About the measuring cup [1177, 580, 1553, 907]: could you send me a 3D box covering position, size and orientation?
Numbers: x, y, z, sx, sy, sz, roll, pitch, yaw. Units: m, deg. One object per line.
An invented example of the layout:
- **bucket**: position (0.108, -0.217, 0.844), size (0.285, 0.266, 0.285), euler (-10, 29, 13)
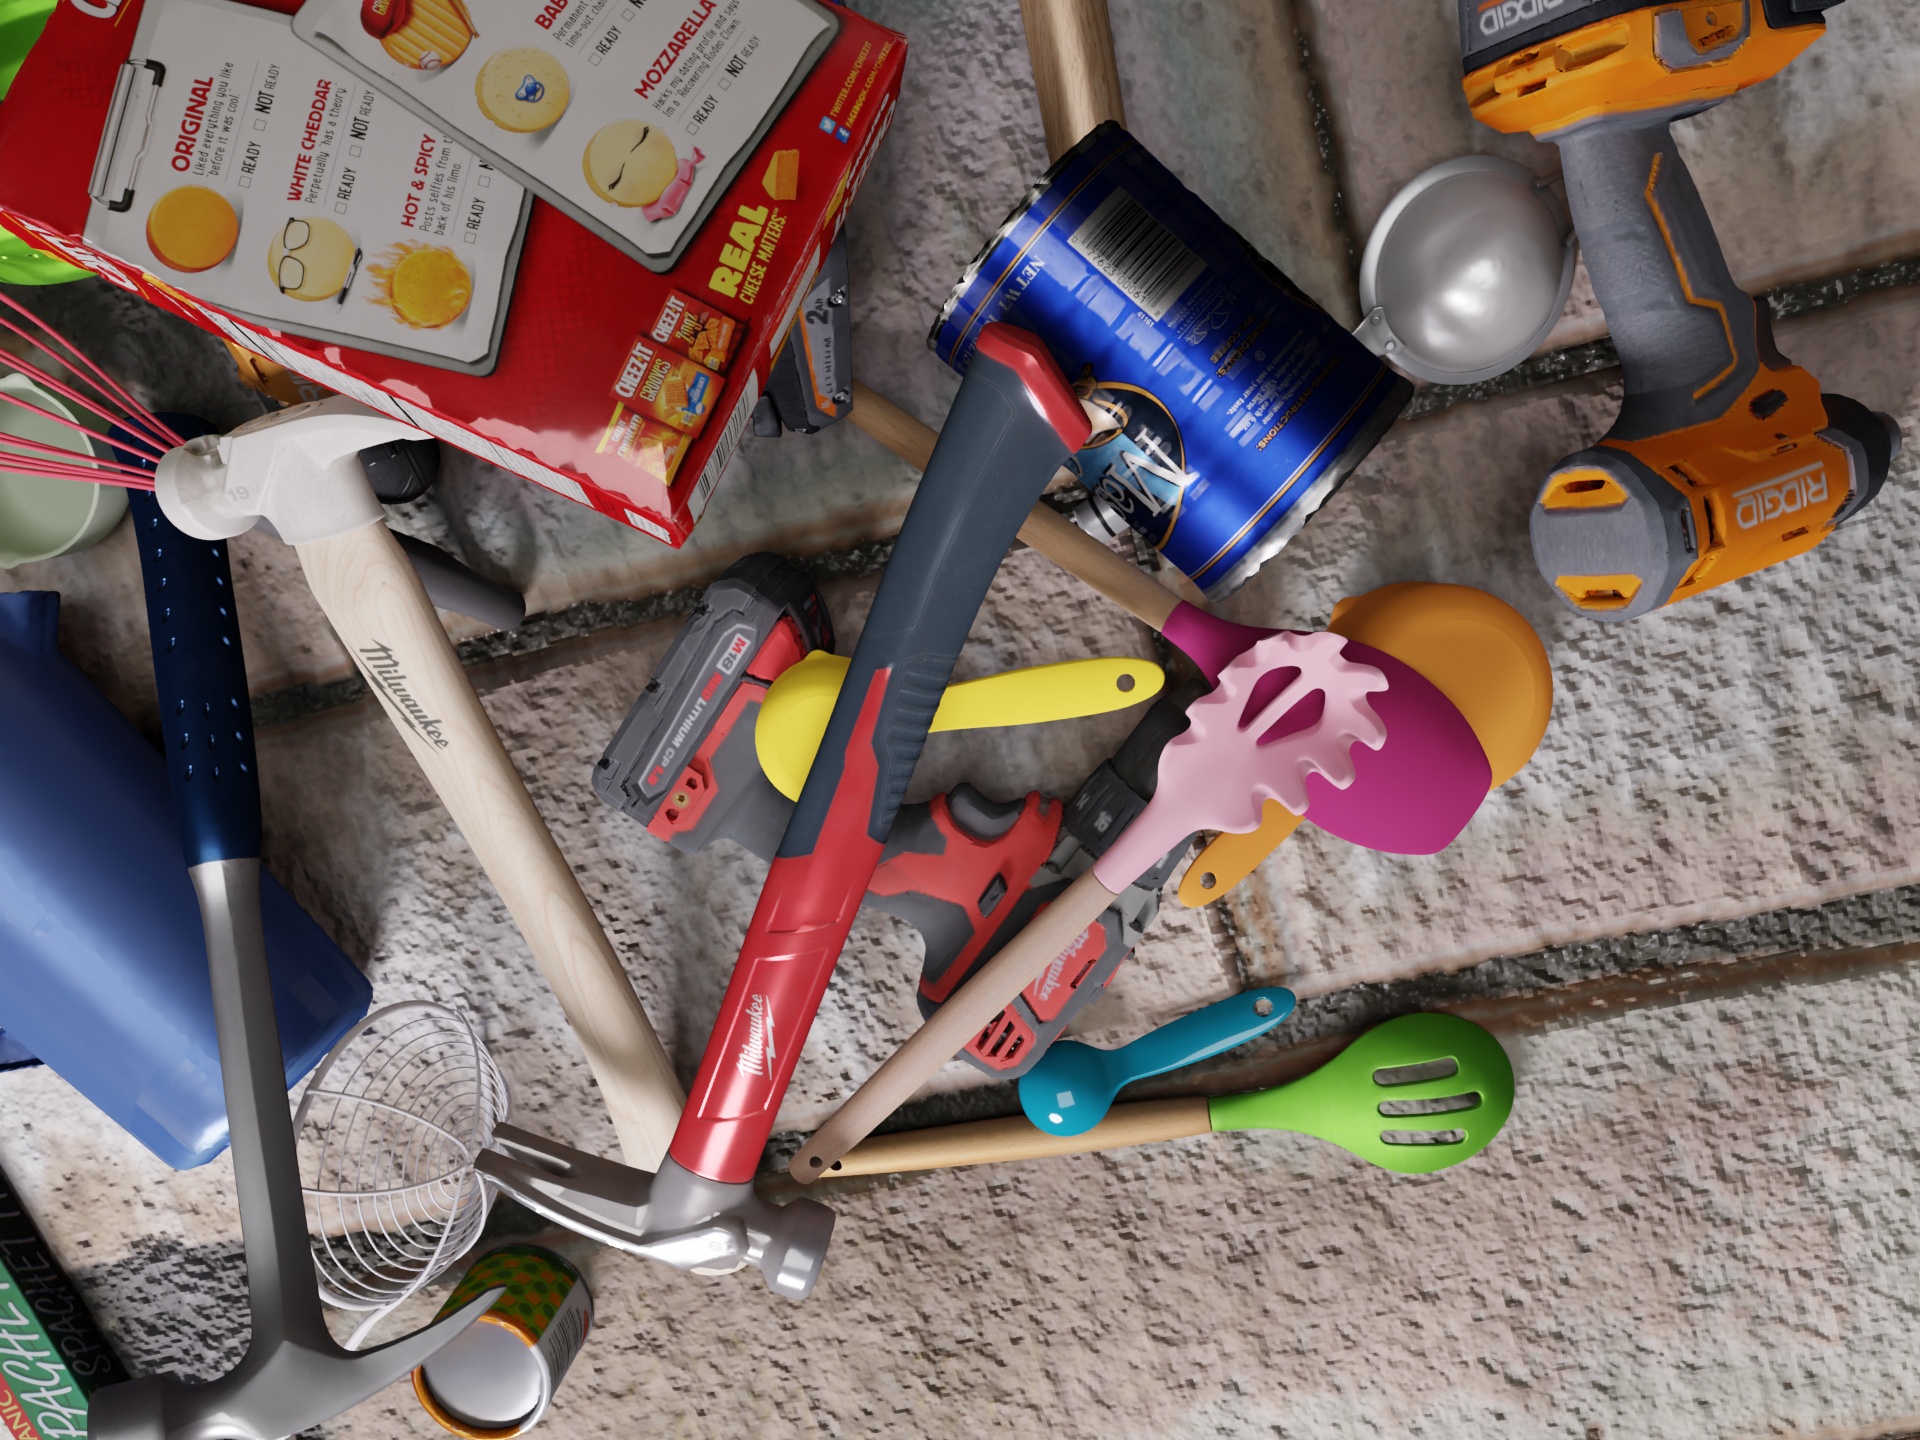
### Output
- **measuring cup**: position (0.156, 0.017, 0.625), size (0.173, 0.052, 0.095), euler (-42, 97, -3)

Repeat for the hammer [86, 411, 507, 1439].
- **hammer**: position (-0.282, 0.067, 0.628), size (0.144, 0.035, 0.406), euler (-8, 75, -23)

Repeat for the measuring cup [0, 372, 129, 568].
- **measuring cup**: position (-0.438, -0.117, 0.686), size (0.167, 0.038, 0.083), euler (13, 103, 5)

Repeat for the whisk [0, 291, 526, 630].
- **whisk**: position (-0.310, -0.101, 0.623), size (0.295, 0.073, 0.073), euler (25, 104, -25)

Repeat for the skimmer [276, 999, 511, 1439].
- **skimmer**: position (-0.312, 0.281, 0.734), size (0.090, 0.127, 0.363), euler (41, 114, 9)

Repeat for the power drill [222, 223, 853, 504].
- **power drill**: position (-0.157, -0.147, 0.602), size (0.226, 0.185, 0.084), euler (-6, 67, -5)

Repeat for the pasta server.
- **pasta server**: position (0.036, 0.081, 0.608), size (0.060, 0.040, 0.316), euler (43, 107, -4)

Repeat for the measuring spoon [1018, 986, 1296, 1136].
- **measuring spoon**: position (0.084, 0.141, 0.686), size (0.128, 0.021, 0.042), euler (-23, 61, 5)

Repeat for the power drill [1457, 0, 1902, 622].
- **power drill**: position (0.268, -0.164, 0.570), size (0.164, 0.084, 0.226), euler (-18, 101, -24)

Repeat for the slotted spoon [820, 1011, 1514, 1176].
- **slotted spoon**: position (0.084, 0.178, 0.699), size (0.314, 0.031, 0.070), euler (-9, 94, 9)

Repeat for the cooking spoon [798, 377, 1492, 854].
- **cooking spoon**: position (0.061, -0.055, 0.618), size (0.319, 0.017, 0.069), euler (36, 98, 13)

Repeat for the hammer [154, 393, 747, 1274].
- **hammer**: position (-0.163, 0.066, 0.636), size (0.146, 0.038, 0.410), euler (-6, 118, 30)

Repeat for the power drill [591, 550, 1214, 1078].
- **power drill**: position (-0.012, 0.020, 0.652), size (0.226, 0.080, 0.188), euler (34, 103, -5)

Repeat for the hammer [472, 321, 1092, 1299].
- **hammer**: position (-0.061, 0.039, 0.573), size (0.143, 0.038, 0.386), euler (20, 111, -4)

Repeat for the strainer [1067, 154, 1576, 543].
- **strainer**: position (0.142, -0.134, 0.623), size (0.258, 0.050, 0.086), euler (-33, 111, 14)

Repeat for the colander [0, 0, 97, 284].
- **colander**: position (-0.269, -0.235, 0.588), size (0.397, 0.205, 0.094), euler (-1, 144, 9)

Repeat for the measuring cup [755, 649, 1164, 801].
- **measuring cup**: position (-0.001, -0.002, 0.593), size (0.156, 0.029, 0.062), euler (-9, 104, 6)

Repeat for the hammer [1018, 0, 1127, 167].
- **hammer**: position (0.032, -0.320, 0.599), size (0.130, 0.031, 0.331), euler (-11, 101, 8)
